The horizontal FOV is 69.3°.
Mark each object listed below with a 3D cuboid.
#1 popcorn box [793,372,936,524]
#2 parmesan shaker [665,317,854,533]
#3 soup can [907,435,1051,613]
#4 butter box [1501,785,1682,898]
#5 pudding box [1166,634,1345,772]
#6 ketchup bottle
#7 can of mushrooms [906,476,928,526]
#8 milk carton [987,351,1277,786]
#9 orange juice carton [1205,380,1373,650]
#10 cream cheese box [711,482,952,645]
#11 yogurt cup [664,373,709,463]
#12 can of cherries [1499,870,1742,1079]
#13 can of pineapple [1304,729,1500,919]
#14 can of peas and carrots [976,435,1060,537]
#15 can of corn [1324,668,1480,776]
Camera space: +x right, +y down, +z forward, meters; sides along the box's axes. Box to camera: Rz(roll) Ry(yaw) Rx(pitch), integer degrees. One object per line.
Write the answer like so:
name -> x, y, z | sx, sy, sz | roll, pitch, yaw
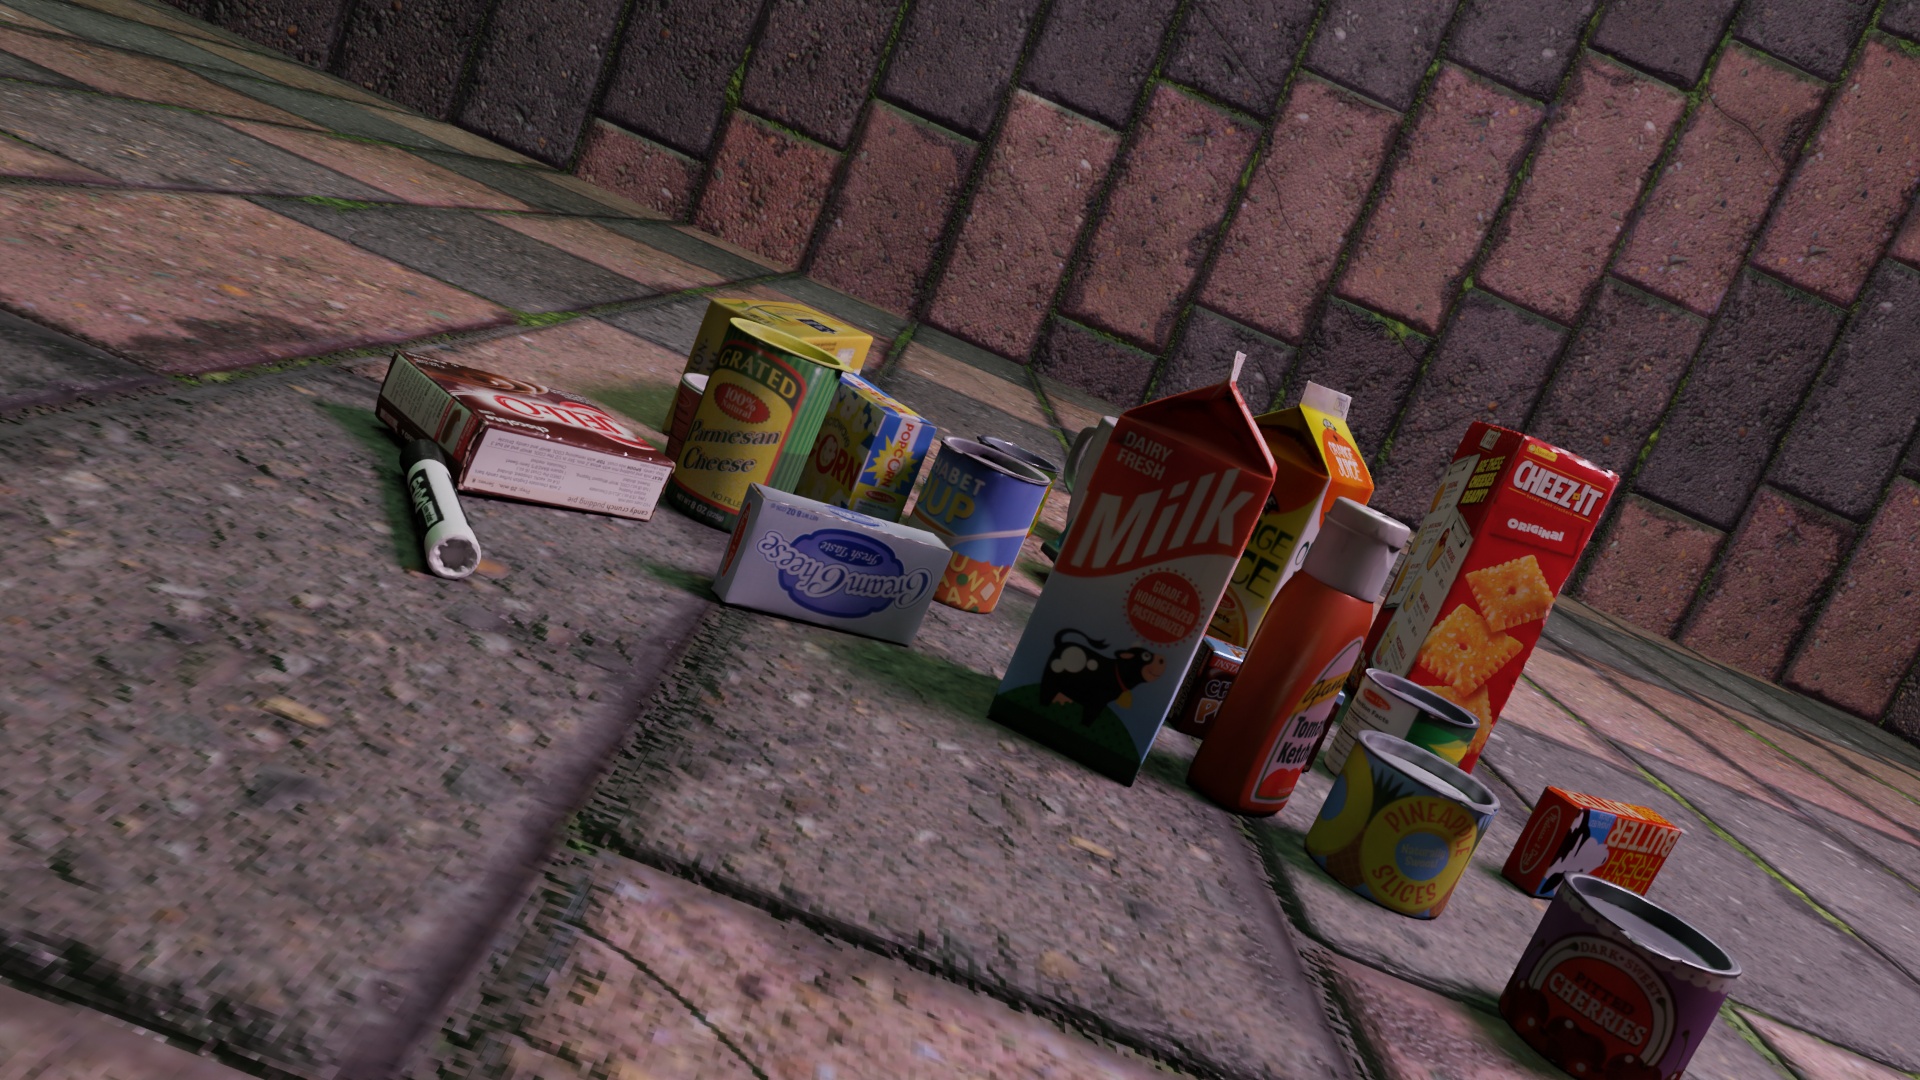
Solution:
popcorn box -> -0.073, -0.055, 0.847 | 0.038, 0.085, 0.127 | 15, 14, -36
parmesan shaker -> -0.109, -0.059, 0.749 | 0.071, 0.103, 0.071 | 22, 11, -4
soup can -> 0.003, -0.010, 0.794 | 0.071, 0.083, 0.071 | 22, 11, -4
butter box -> 0.331, 0.162, 0.728 | 0.103, 0.053, 0.024 | 15, 13, -34
pudding box -> 0.156, 0.086, 0.741 | 0.084, 0.049, 0.030 | 20, 11, -16
ketchup bottle -> 0.158, 0.053, 0.645 | 0.043, 0.148, 0.065 | 30, 13, 34
can of mushrooms -> -0.002, -0.014, 0.930 | 0.071, 0.033, 0.071 | 22, 11, -4
milk carton -> 0.087, 0.004, 0.625 | 0.073, 0.190, 0.072 | 25, 11, 9
orange juice carton -> 0.170, 0.002, 0.794 | 0.073, 0.192, 0.072 | 30, 13, 33
cream cheese box -> -0.059, 0.013, 0.646 | 0.104, 0.053, 0.024 | 16, 13, -33
yogurt cup -> -0.142, -0.062, 0.826 | 0.072, 0.054, 0.072 | 22, 11, -4
can of cherries -> 0.245, 0.167, 0.521 | 0.071, 0.058, 0.071 | 22, 11, -4
can of pineapple -> 0.195, 0.126, 0.615 | 0.071, 0.057, 0.071 | 22, 11, -4
can of peas and carrots -> 0.033, -0.042, 1.063 | 0.071, 0.058, 0.071 | 22, 11, -4
can of corn -> 0.247, 0.113, 0.773 | 0.071, 0.058, 0.071 | 22, 11, -4
